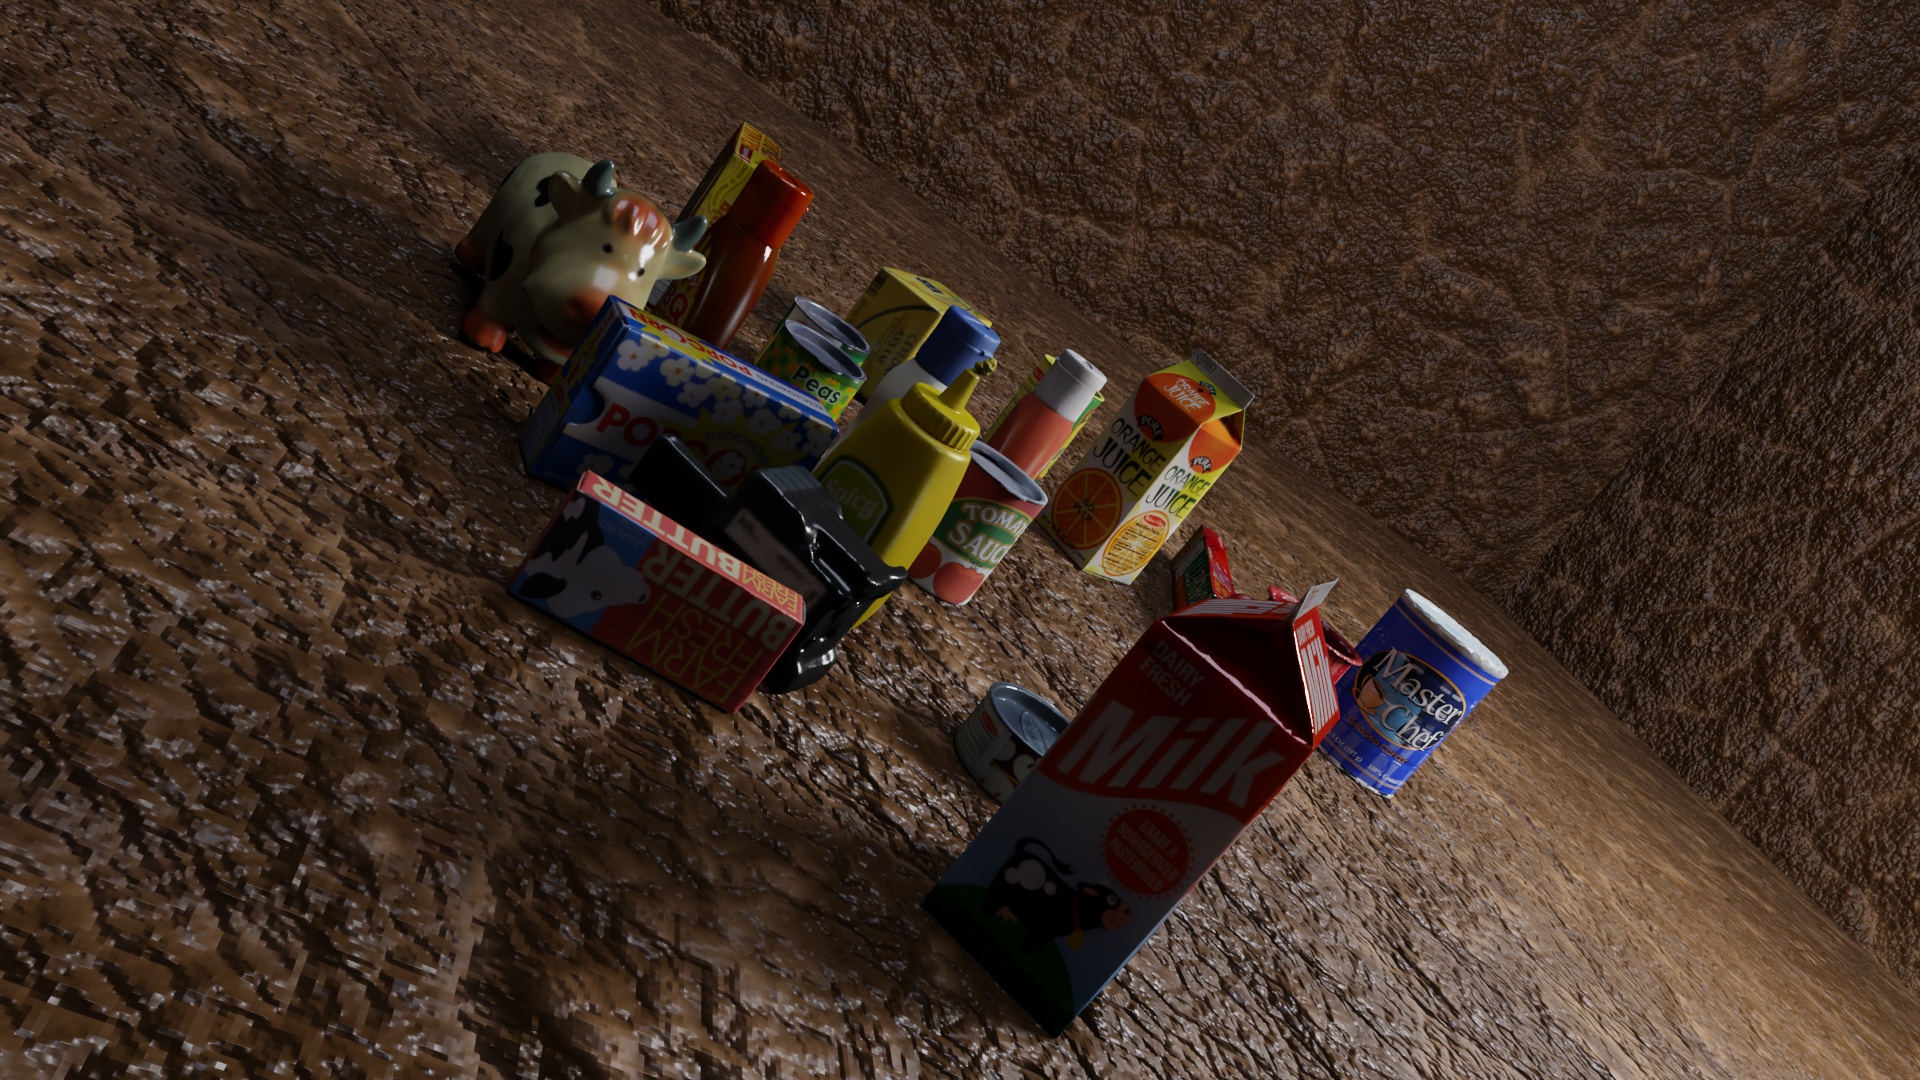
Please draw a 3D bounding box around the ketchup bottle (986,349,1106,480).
[{"bbox_3d":[0.043,-0.066,0.975,0.043,0.148,0.065,36,15,-7],"label":"ketchup bottle"}]

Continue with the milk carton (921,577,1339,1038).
[{"bbox_3d":[0.078,0.088,0.529,0.073,0.190,0.072,42,15,16],"label":"milk carton"}]

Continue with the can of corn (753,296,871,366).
[{"bbox_3d":[-0.107,-0.134,1.013,0.071,0.058,0.071,34,15,-11],"label":"can of corn"}]

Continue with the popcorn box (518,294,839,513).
[{"bbox_3d":[-0.133,-0.051,0.665,0.126,0.085,0.038,25,19,-39],"label":"popcorn box"}]

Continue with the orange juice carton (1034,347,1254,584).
[{"bbox_3d":[0.157,-0.062,1.134,0.073,0.192,0.072,19,23,-50],"label":"orange juice carton"}]

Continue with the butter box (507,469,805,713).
[{"bbox_3d":[-0.118,0.022,0.548,0.103,0.053,0.024,32,16,-18],"label":"butter box"}]

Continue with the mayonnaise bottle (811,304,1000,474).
[{"bbox_3d":[-0.034,-0.069,0.816,0.041,0.147,0.065,44,16,24],"label":"mayonnaise bottle"}]

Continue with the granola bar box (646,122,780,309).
[{"bbox_3d":[-0.182,-0.237,1.021,0.039,0.124,0.166,33,16,-18],"label":"granola bar box"}]

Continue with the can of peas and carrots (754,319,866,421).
[{"bbox_3d":[-0.105,-0.103,0.927,0.071,0.058,0.071,34,15,-11],"label":"can of peas and carrots"}]

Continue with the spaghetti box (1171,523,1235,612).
[{"bbox_3d":[0.216,0.038,1.241,0.028,0.050,0.251,37,15,-2],"label":"spaghetti box"}]

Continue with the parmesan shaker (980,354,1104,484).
[{"bbox_3d":[0.070,-0.106,1.237,0.071,0.103,0.071,35,15,-11],"label":"parmesan shaker"}]

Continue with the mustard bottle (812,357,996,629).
[{"bbox_3d":[-0.036,-0.027,0.668,0.065,0.160,0.049,43,16,20],"label":"mustard bottle"}]

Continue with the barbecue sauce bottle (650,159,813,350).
[{"bbox_3d":[-0.142,-0.153,0.820,0.043,0.148,0.065,26,19,-37],"label":"barbecue sauce bottle"}]

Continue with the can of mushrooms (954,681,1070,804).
[{"bbox_3d":[0.034,0.104,0.680,0.071,0.033,0.071,34,16,-11],"label":"can of mushrooms"}]

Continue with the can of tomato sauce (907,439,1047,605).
[{"bbox_3d":[0.003,-0.011,0.852,0.071,0.083,0.071,35,15,-11],"label":"can of tomato sauce"}]
